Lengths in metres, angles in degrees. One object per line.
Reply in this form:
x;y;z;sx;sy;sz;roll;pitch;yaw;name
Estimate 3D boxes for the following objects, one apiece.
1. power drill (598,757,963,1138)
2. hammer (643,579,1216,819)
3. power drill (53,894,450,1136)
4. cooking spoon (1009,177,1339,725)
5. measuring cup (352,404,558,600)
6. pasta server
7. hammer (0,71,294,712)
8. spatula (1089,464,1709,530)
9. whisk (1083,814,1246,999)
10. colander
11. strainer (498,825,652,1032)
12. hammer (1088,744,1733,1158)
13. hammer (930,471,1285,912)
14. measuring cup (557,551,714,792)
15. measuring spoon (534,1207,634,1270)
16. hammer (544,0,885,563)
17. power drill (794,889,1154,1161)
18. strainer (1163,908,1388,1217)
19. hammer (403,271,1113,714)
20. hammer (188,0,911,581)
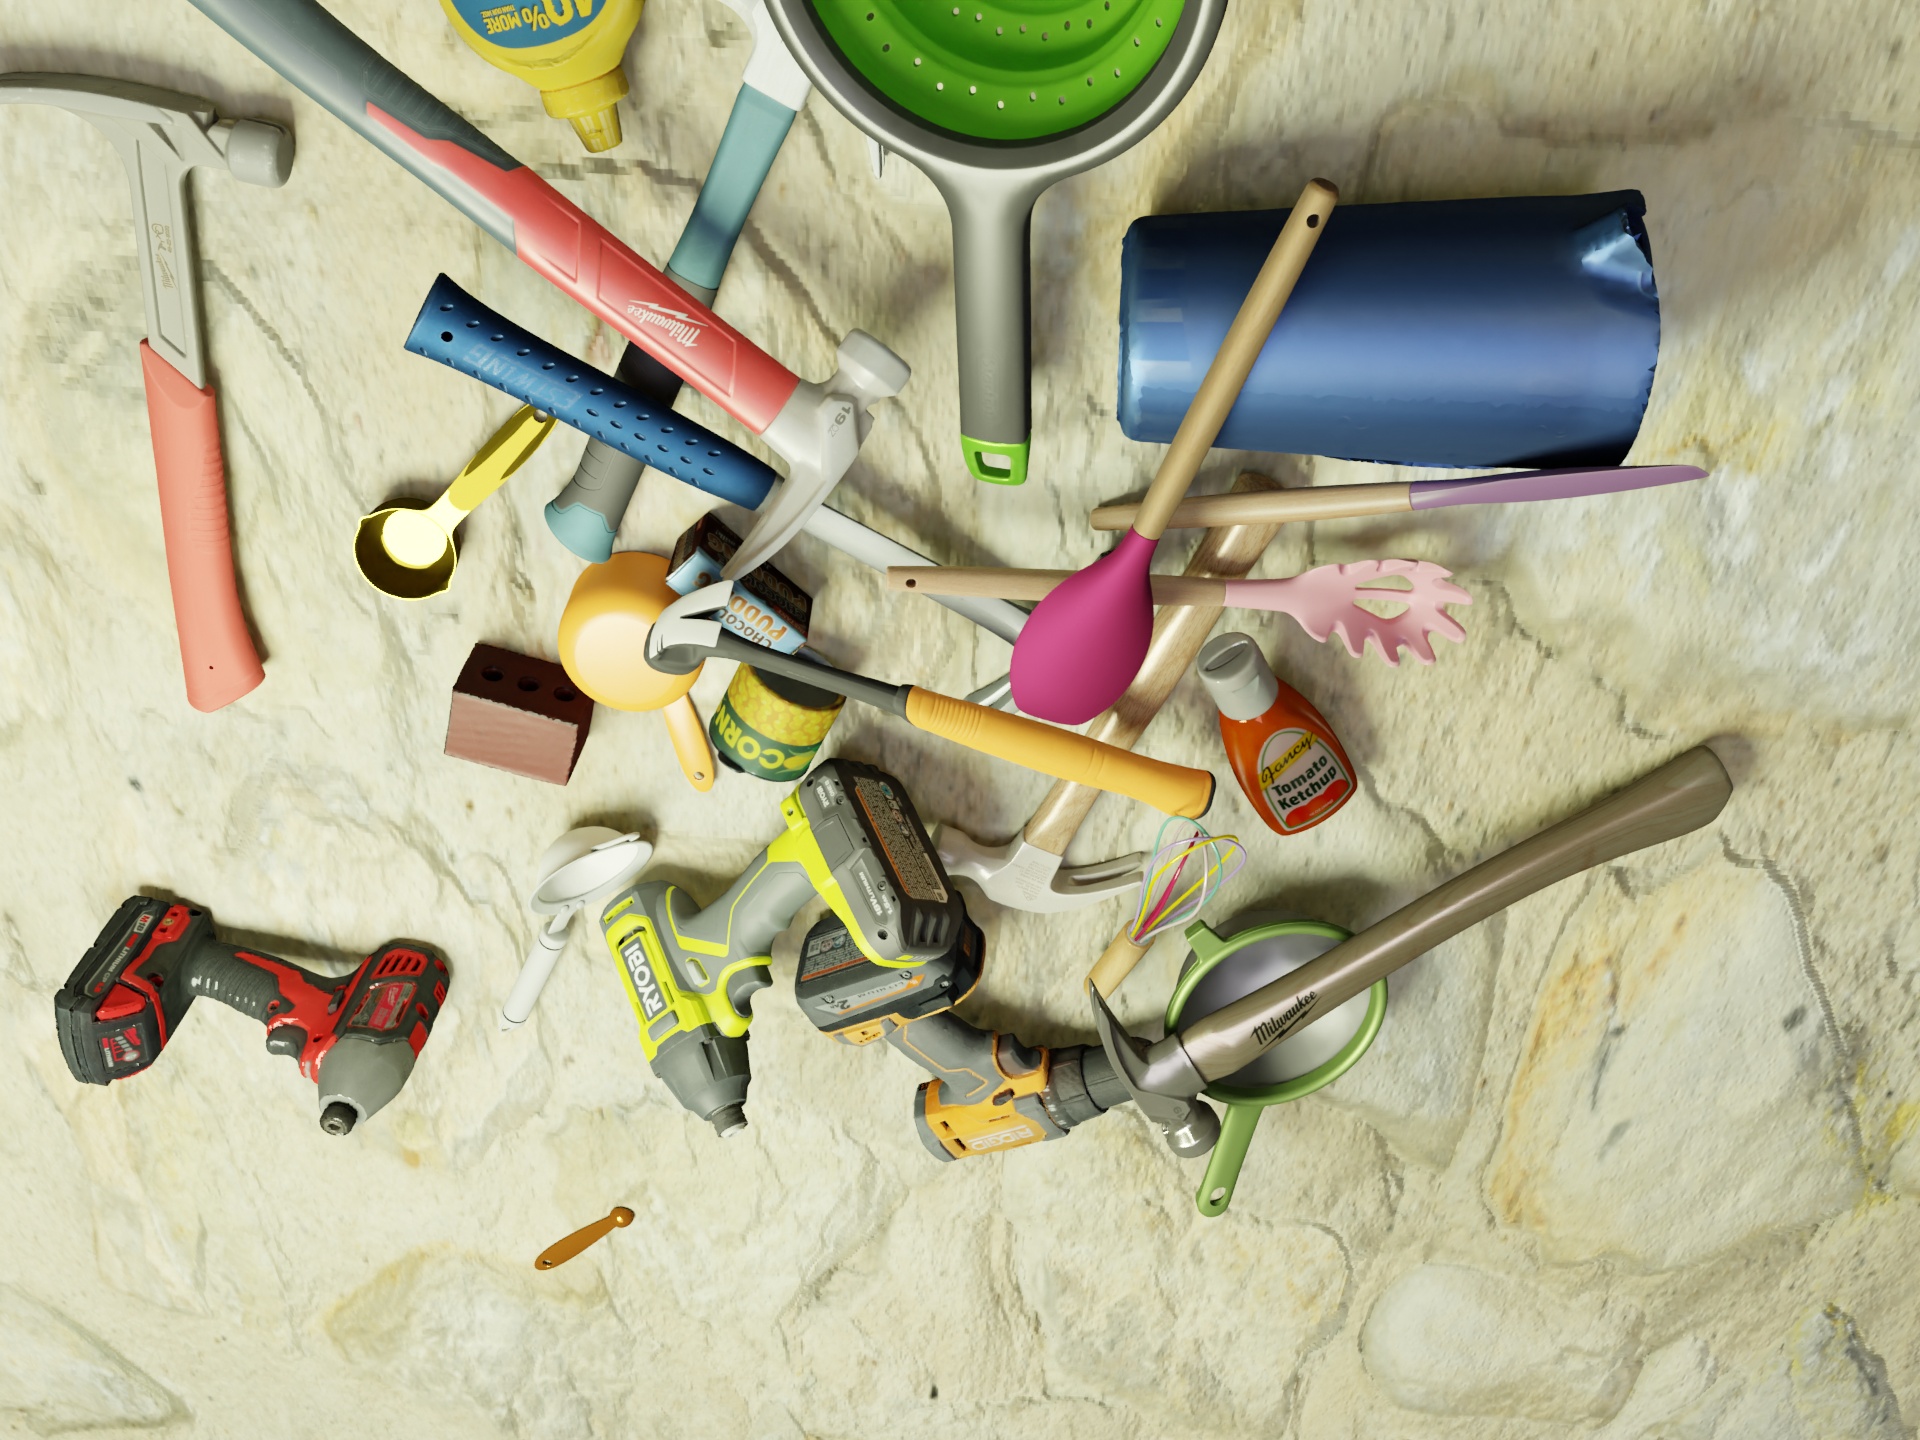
-0.115;0.141;0.995;0.223;0.171;0.080;-37;155;21;power drill
-0.001;-0.003;0.878;0.336;0.034;0.127;18;168;-21;hammer
-0.469;0.200;1.061;0.219;0.143;0.078;11;128;-3;power drill
0.099;-0.110;0.757;0.068;0.017;0.318;15;130;-12;cooking spoon
-0.277;-0.131;0.894;0.156;0.029;0.062;-41;115;14;measuring cup
0.118;-0.068;0.865;0.316;0.040;0.060;2;113;-5;pasta server
-0.432;-0.160;0.867;0.149;0.037;0.358;9;125;-4;hammer
0.205;-0.111;0.803;0.316;0.059;0.018;0;90;35;spatula
0.115;0.125;0.998;0.051;0.047;0.244;38;149;10;whisk
0.023;-0.286;0.727;0.204;0.095;0.396;11;139;13;colander
-0.273;0.139;1.070;0.087;0.050;0.258;-13;147;-44;strainer
0.278;0.123;0.981;0.410;0.038;0.146;-31;118;6;hammer
0.103;-0.005;0.956;0.130;0.031;0.331;22;123;-12;hammer
-0.181;-0.014;0.949;0.095;0.052;0.173;-9;123;9;measuring cup
-0.308;0.425;1.292;0.117;0.011;0.021;-35;117;24;measuring spoon
-0.143;-0.218;0.815;0.128;0.033;0.331;25;123;-13;hammer
0.017;0.210;1.079;0.185;0.084;0.226;-21;126;23;power drill
0.192;0.224;1.081;0.151;0.069;0.256;4;119;-13;strainer
-0.099;-0.114;0.855;0.405;0.035;0.144;26;124;-24;hammer
-0.213;-0.224;0.736;0.386;0.038;0.143;35;94;-21;hammer
